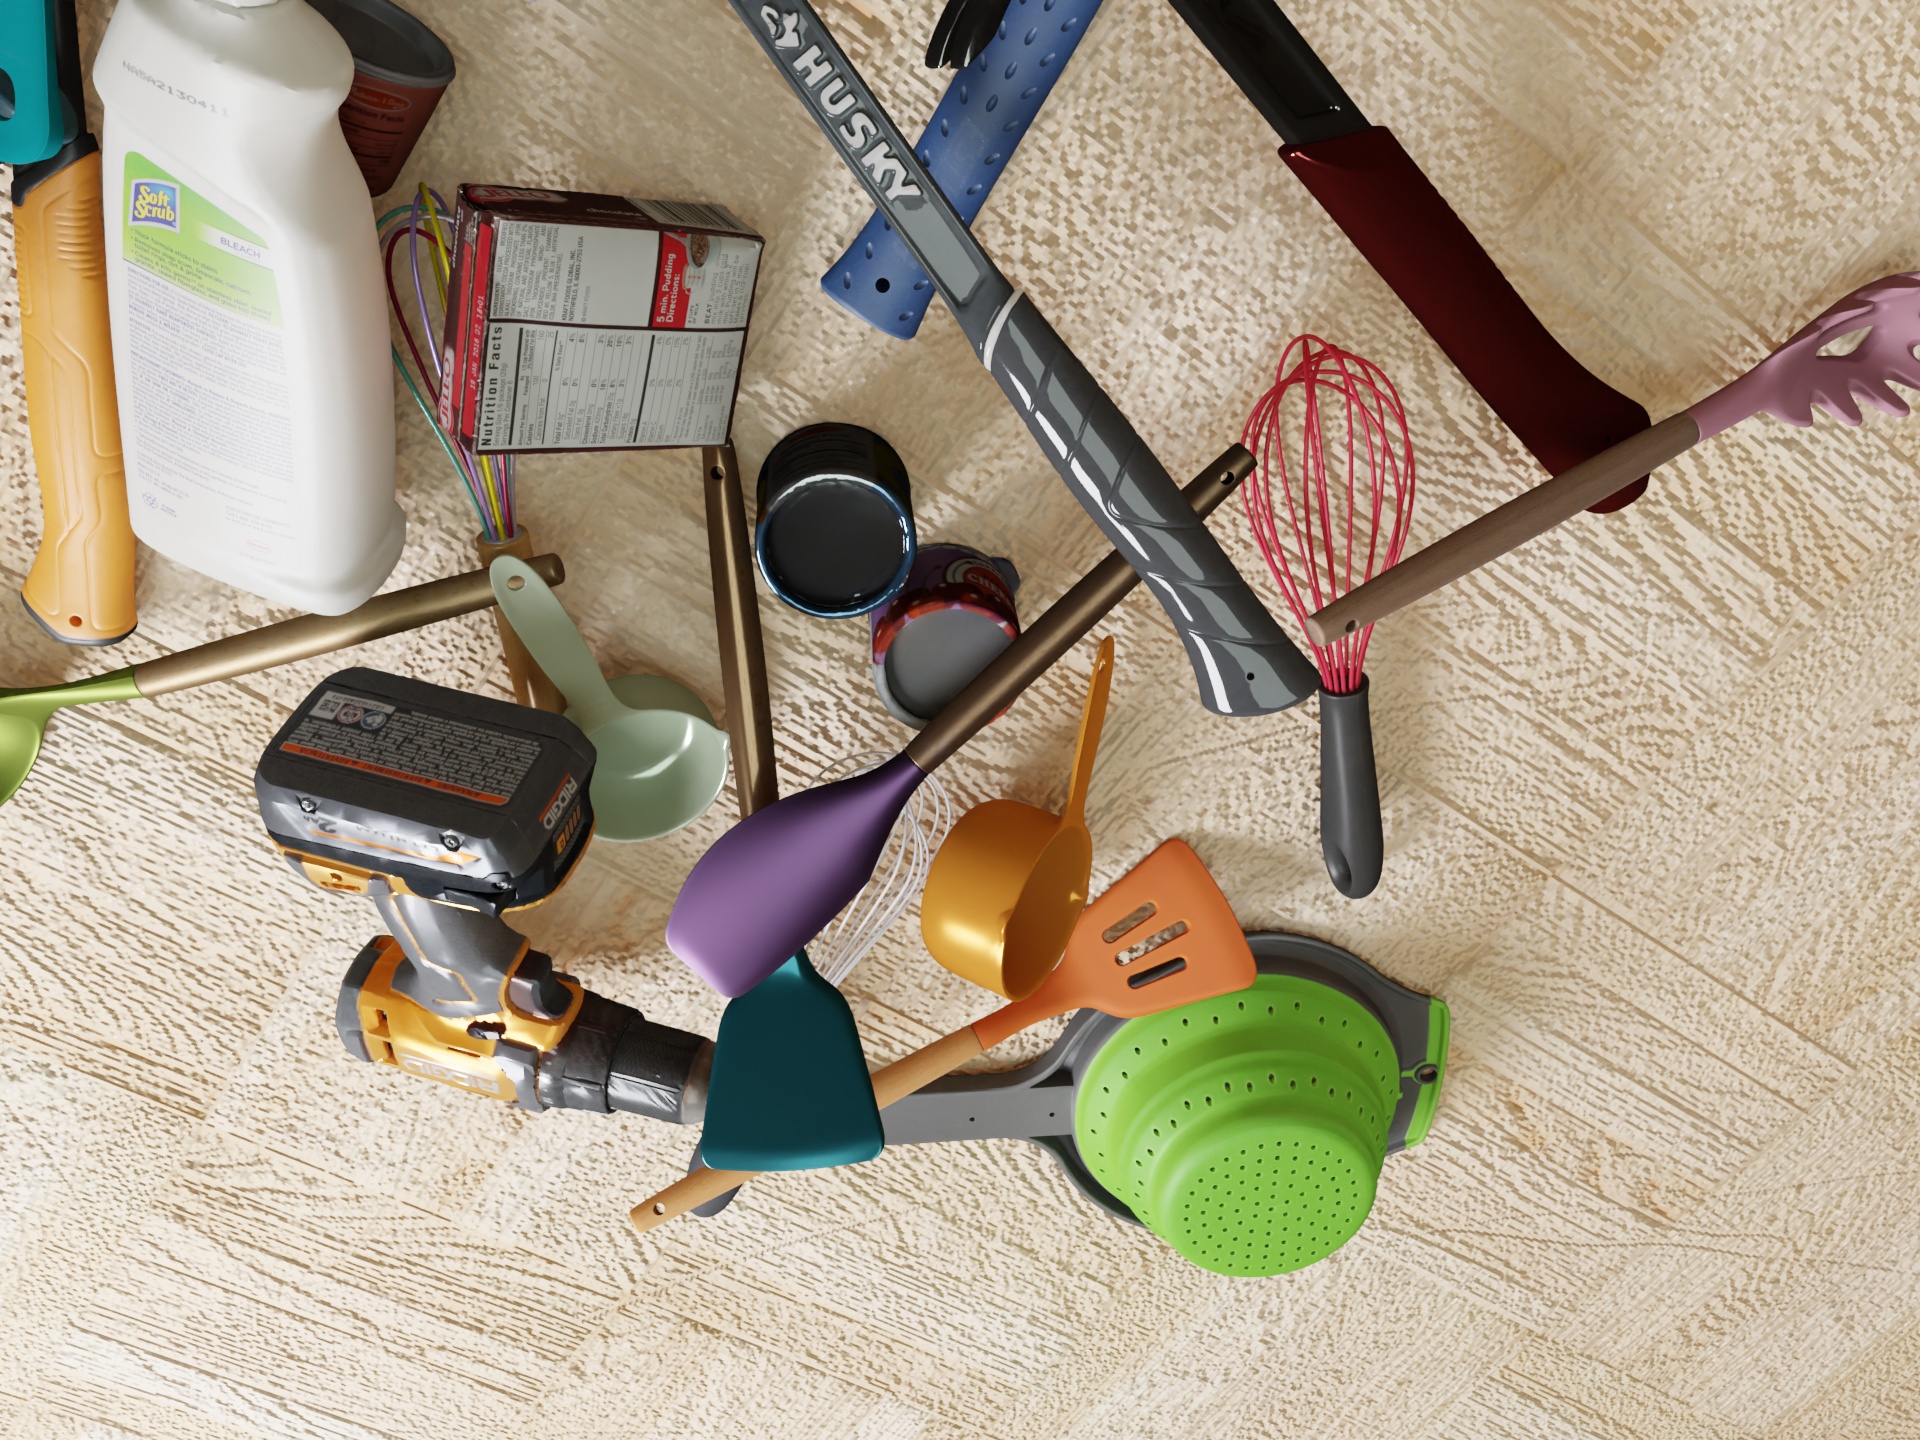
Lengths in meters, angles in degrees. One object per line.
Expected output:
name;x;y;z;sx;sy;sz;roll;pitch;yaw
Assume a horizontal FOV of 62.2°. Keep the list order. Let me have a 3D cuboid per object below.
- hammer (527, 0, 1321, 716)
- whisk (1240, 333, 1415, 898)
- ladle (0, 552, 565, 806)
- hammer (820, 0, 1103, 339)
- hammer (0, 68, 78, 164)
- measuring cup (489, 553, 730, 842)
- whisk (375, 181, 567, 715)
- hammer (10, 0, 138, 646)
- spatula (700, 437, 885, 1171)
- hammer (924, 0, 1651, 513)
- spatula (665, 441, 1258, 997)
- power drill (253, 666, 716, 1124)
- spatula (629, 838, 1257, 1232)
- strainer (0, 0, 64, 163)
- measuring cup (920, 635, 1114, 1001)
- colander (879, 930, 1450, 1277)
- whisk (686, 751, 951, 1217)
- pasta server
hammer;0.008;-0.163;0.580;0.149;0.036;0.408;-34;105;19
whisk;0.169;-0.033;0.707;0.073;0.073;0.295;-12;125;2
ladle;-0.312;-0.011;0.657;0.320;0.078;0.062;-14;80;8
hammer;0.074;-0.312;0.552;0.144;0.035;0.405;27;114;-18
hammer;-0.461;-0.166;0.567;0.331;0.033;0.128;-17;121;14
measuring cup;-0.157;-0.016;0.675;0.083;0.038;0.167;-27;133;-3
whisk;-0.191;-0.093;0.644;0.047;0.051;0.244;22;132;32
hammer;-0.327;-0.179;0.593;0.127;0.034;0.336;8;118;-8
spatula;-0.086;0.039;0.682;0.082;0.044;0.317;-4;103;5
hammer;0.153;-0.183;0.591;0.358;0.037;0.149;36;93;-32
spatula;-0.001;-0.002;0.654;0.316;0.018;0.059;-42;104;7
power drill;-0.192;0.095;0.689;0.185;0.084;0.226;13;136;8
spatula;-0.013;0.165;0.771;0.322;0.041;0.081;-27;82;-8
strainer;-0.262;-0.342;0.467;0.211;0.095;0.340;15;117;1
measuring cup;0.029;0.040;0.732;0.052;0.095;0.173;17;99;25
colander;0.068;0.221;0.817;0.397;0.095;0.204;-3;119;-4
whisk;-0.082;0.134;0.766;0.070;0.070;0.284;19;114;-15
pasta server;0.276;-0.103;0.639;0.316;0.040;0.060;-28;129;-11
